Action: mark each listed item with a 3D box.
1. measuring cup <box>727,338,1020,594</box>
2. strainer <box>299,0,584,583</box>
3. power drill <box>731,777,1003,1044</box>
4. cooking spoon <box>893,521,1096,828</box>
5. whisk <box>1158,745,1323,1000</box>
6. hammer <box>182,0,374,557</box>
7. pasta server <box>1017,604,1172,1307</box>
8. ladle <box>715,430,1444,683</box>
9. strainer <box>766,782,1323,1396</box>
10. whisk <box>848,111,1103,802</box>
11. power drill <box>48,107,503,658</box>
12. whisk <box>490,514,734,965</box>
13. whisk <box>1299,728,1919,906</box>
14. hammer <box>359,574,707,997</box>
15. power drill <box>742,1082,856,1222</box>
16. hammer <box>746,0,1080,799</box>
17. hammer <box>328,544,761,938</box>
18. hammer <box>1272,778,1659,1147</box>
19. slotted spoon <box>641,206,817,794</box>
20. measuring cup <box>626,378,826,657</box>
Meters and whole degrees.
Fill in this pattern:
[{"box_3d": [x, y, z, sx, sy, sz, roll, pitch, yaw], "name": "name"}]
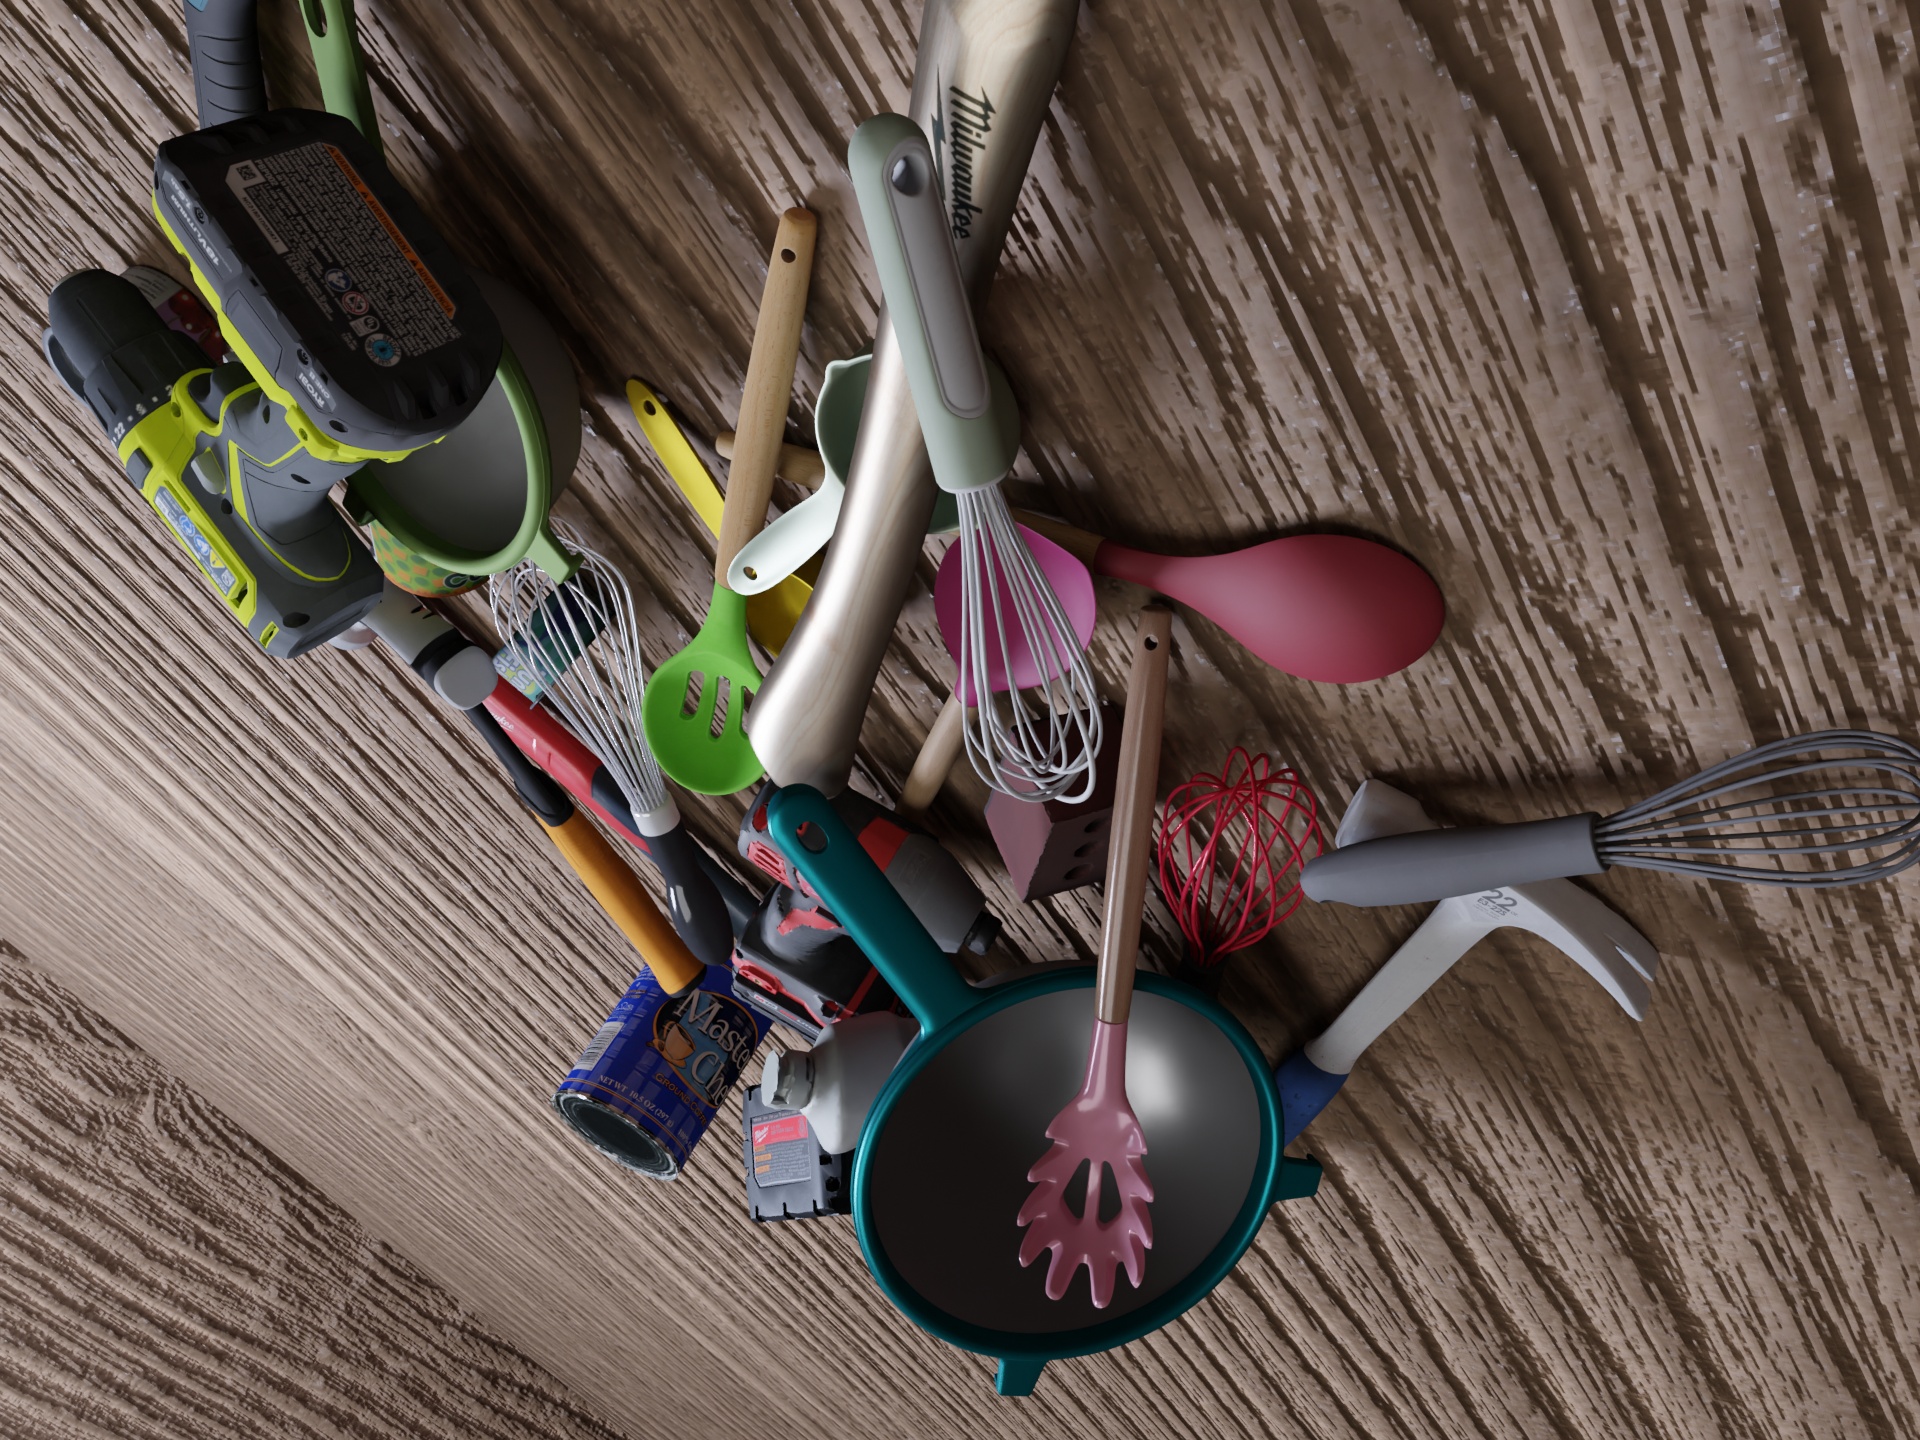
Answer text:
[{"box_3d": [-0.041, -0.096, 0.638, 0.083, 0.038, 0.167, 47, 136, -13], "name": "measuring cup"}, {"box_3d": [-0.221, -0.190, 0.676, 0.151, 0.069, 0.256, 16, 126, 30], "name": "strainer"}, {"box_3d": [-0.057, 0.115, 0.890, 0.143, 0.079, 0.219, 29, 150, 6], "name": "power drill"}, {"box_3d": [-0.001, -0.002, 0.740, 0.069, 0.017, 0.318, 32, 151, 2], "name": "cooking spoon"}, {"box_3d": [0.121, 0.103, 0.766, 0.073, 0.073, 0.295, 23, 150, 14], "name": "whisk"}, {"box_3d": [-0.319, -0.206, 0.722, 0.128, 0.033, 0.330, 47, 145, 18], "name": "hammer"}, {"box_3d": [0.067, 0.107, 0.687, 0.060, 0.040, 0.316, 7, 107, 10], "name": "pasta server"}, {"box_3d": [0.033, -0.075, 0.637, 0.315, 0.031, 0.069, 19, 136, 22], "name": "ladle"}, {"box_3d": [0.010, 0.151, 0.763, 0.340, 0.211, 0.095, 54, -179, -20], "name": "strainer"}, {"box_3d": [0.007, -0.073, 0.521, 0.059, 0.058, 0.246, 27, 142, 49], "name": "whisk"}, {"box_3d": [-0.297, -0.146, 0.662, 0.190, 0.080, 0.228, 55, 139, -5], "name": "power drill"}, {"box_3d": [-0.167, 0.022, 0.818, 0.070, 0.070, 0.284, 9, 132, 31], "name": "whisk"}, {"box_3d": [0.232, 0.045, 0.583, 0.239, 0.055, 0.055, -14, 126, 38], "name": "whisk"}, {"box_3d": [-0.236, 0.056, 0.927, 0.127, 0.034, 0.336, 31, 156, 41], "name": "hammer"}, {"box_3d": [-0.019, 0.257, 0.978, 0.226, 0.080, 0.188, 5, 160, -32], "name": "power drill"}, {"box_3d": [-0.009, -0.107, 0.556, 0.146, 0.038, 0.410, 26, 136, 7], "name": "hammer"}, {"box_3d": [-0.214, 0.037, 0.968, 0.386, 0.038, 0.143, 44, 143, -17], "name": "hammer"}, {"box_3d": [0.196, 0.171, 0.809, 0.144, 0.035, 0.405, 28, 146, 8], "name": "hammer"}, {"box_3d": [-0.093, -0.080, 0.691, 0.070, 0.031, 0.313, 19, 135, 0], "name": "slotted spoon"}, {"box_3d": [-0.098, -0.093, 0.728, 0.062, 0.029, 0.156, -19, 110, 46], "name": "measuring cup"}]
